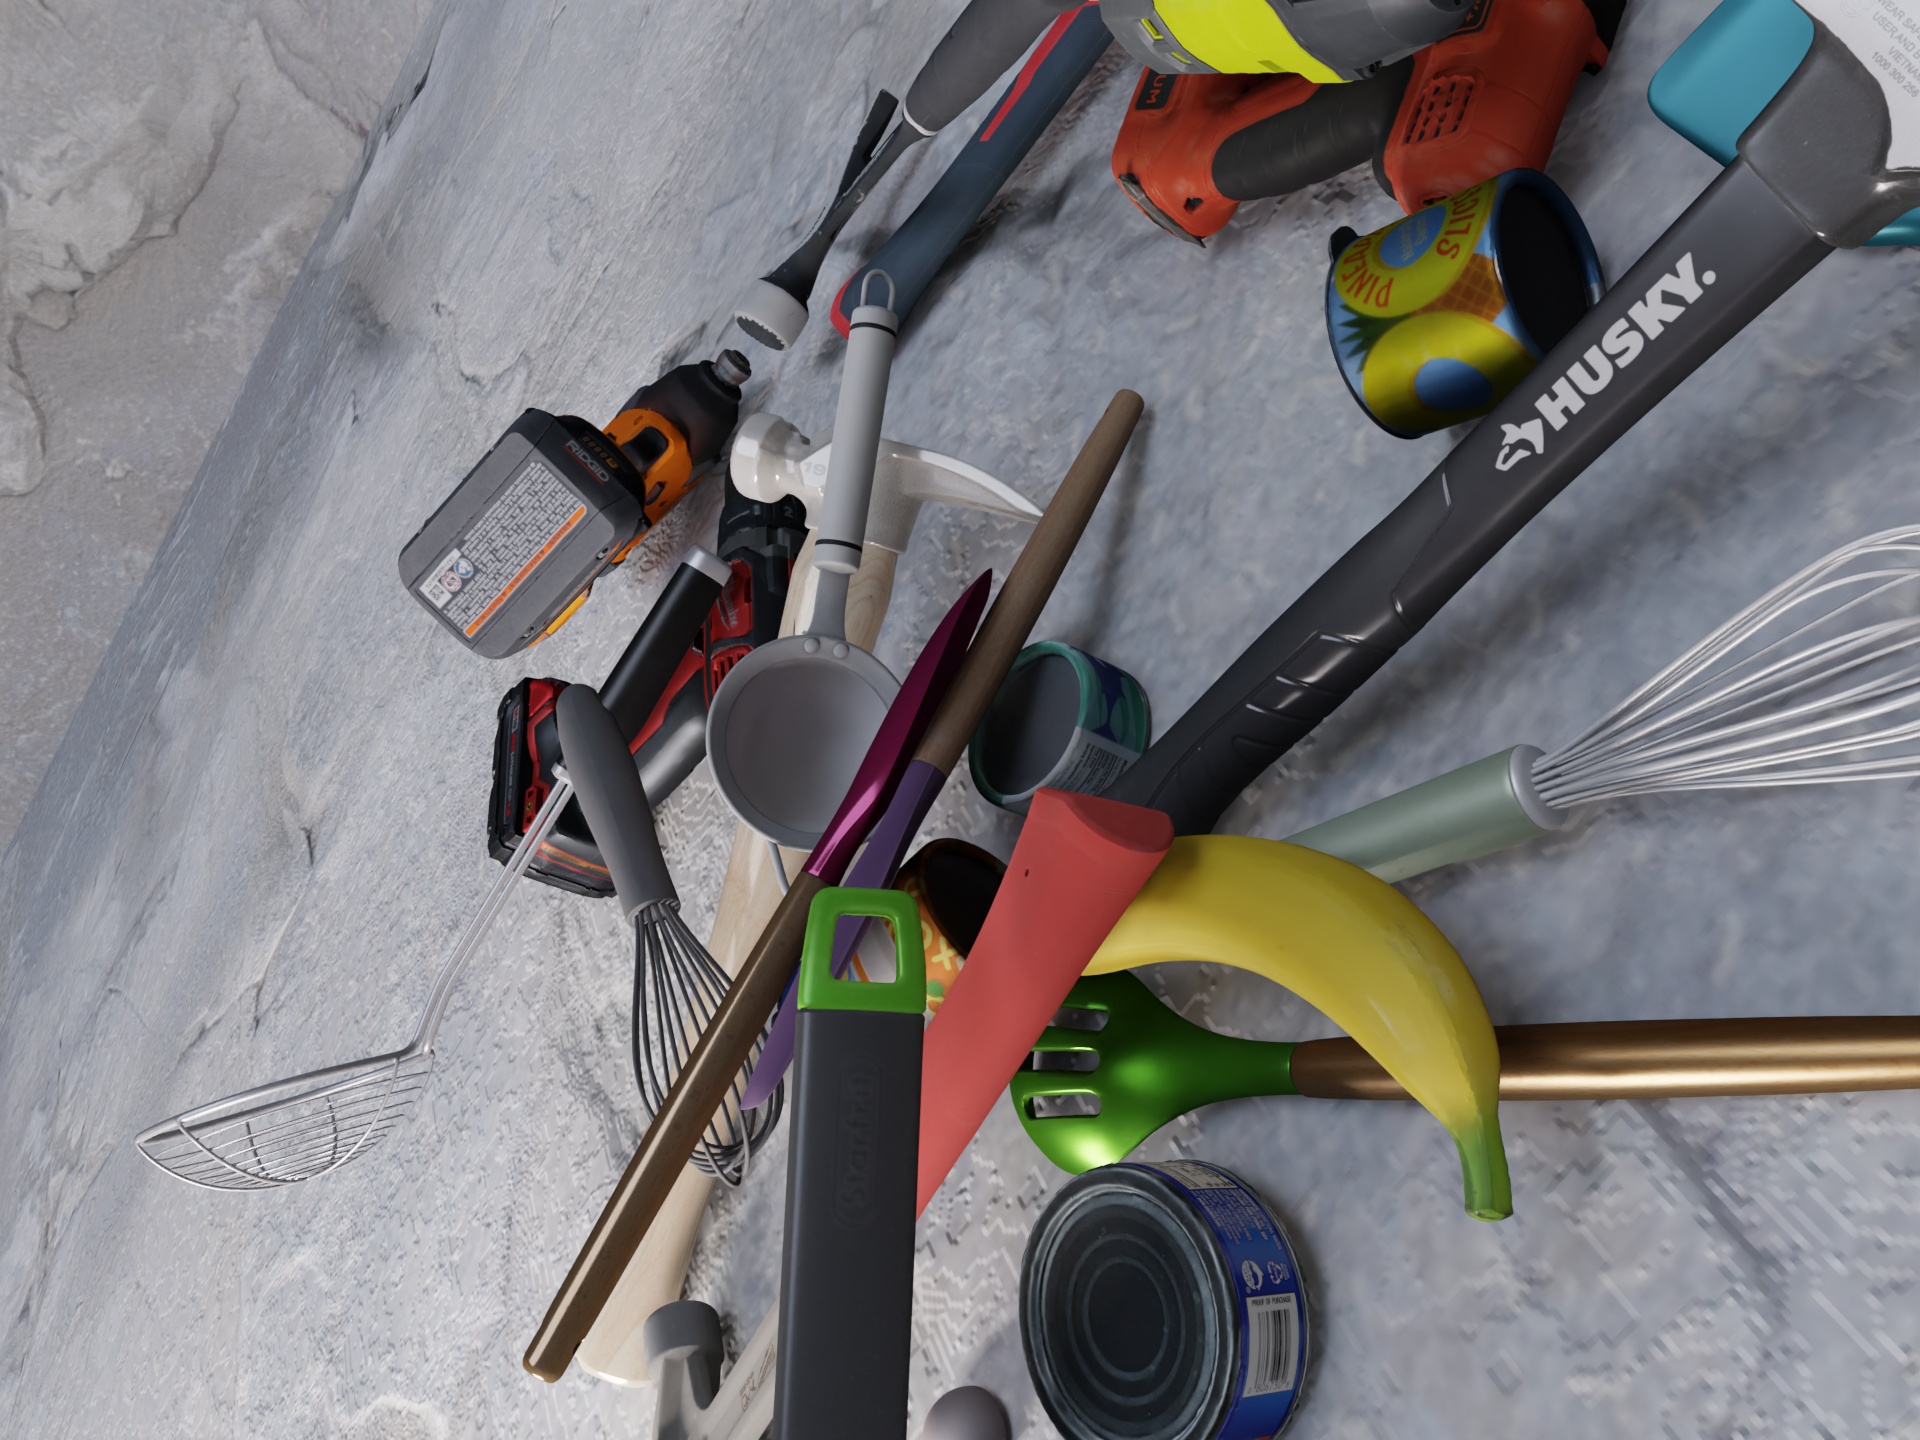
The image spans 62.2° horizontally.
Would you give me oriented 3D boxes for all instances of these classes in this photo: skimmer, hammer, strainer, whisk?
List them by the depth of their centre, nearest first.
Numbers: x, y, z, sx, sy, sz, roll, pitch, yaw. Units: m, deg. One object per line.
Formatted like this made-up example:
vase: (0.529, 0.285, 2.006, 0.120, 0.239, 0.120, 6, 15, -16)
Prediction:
whisk: (0.159, 0.015, 0.417, 0.246, 0.059, 0.058, -30, 12, 46)
hammer: (0.130, -0.056, 0.442, 0.334, 0.035, 0.146, -50, 61, 40)
hammer: (-0.028, 0.168, 0.521, 0.359, 0.036, 0.149, -61, 32, 29)
strainer: (-0.049, -0.056, 0.630, 0.050, 0.086, 0.258, 168, 112, -68)
whisk: (-0.125, 0.075, 0.636, 0.055, 0.055, 0.239, -46, 53, 27)
hammer: (-0.078, 0.082, 0.670, 0.146, 0.038, 0.410, 17, 91, 20)
hammer: (-0.016, -0.263, 0.692, 0.149, 0.036, 0.409, -60, 16, -7)
skimmer: (-0.235, 0.062, 0.731, 0.363, 0.090, 0.127, -58, -10, -3)
hammer: (0.067, -0.319, 0.733, 0.386, 0.038, 0.143, -48, 40, 24)

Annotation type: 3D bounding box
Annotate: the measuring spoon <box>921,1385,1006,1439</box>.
measuring spoon: (-0.005, 0.276, 0.502, 0.034, 0.018, 0.124, -23, 54, 45)

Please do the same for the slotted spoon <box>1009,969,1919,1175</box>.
slotted spoon: (0.117, 0.094, 0.440, 0.314, 0.031, 0.070, -15, 64, 47)

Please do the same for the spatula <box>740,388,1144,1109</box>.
spatula: (-0.001, -0.002, 0.578, 0.316, 0.018, 0.059, -62, 10, -23)

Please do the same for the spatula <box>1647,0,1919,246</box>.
spatula: (0.248, -0.067, 0.343, 0.082, 0.044, 0.318, -42, 42, 39)

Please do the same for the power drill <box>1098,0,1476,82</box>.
power drill: (0.152, -0.308, 0.497, 0.223, 0.080, 0.171, -59, 33, 4)

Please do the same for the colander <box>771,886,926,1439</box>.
colander: (-0.039, 0.249, 0.440, 0.094, 0.204, 0.397, 121, 153, -73)

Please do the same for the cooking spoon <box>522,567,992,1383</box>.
cooking spoon: (-0.063, 0.079, 0.561, 0.319, 0.017, 0.068, -61, -7, -18)

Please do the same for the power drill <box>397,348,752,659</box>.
power drill: (-0.194, -0.131, 0.866, 0.164, 0.084, 0.226, -42, 9, 19)

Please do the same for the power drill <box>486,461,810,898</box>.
power drill: (-0.148, -0.028, 0.820, 0.226, 0.080, 0.188, -35, 45, 33)
